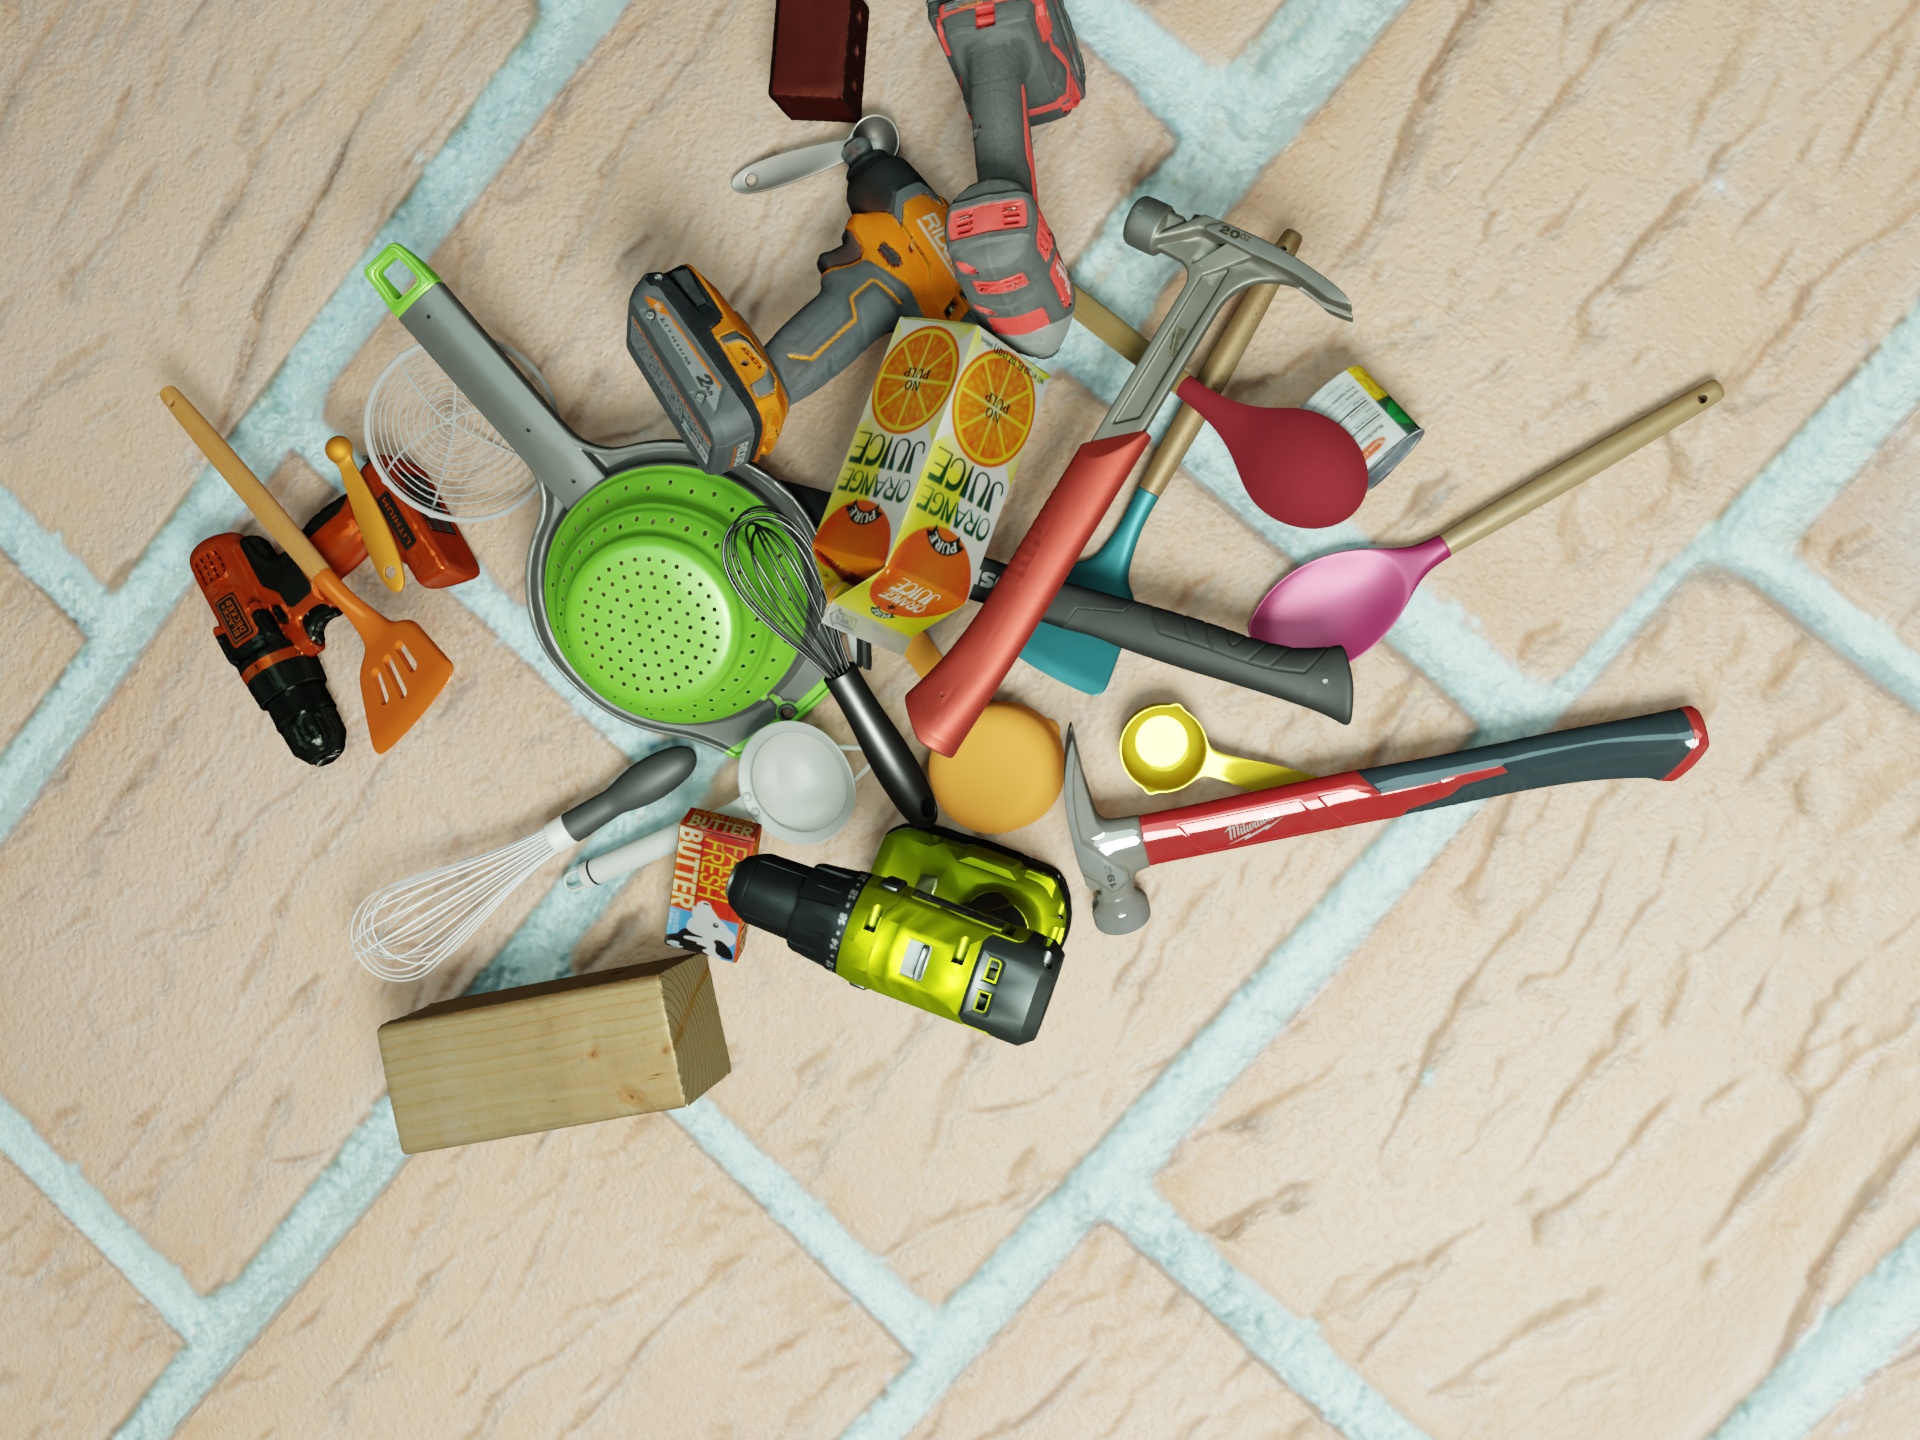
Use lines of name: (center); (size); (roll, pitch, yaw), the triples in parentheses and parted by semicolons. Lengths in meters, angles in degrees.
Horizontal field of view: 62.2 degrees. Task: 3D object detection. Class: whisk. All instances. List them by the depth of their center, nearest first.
whisk: (-0.076, -0.027, 0.989); (0.055, 0.055, 0.238); (-26, 111, 10)
whisk: (-0.304, 0.095, 1.107); (0.284, 0.070, 0.070); (-31, 86, 5)

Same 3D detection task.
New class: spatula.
spatula: (0.133, -0.169, 1.015); (0.082, 0.044, 0.317); (31, 99, 14)
spatula: (-0.451, -0.116, 1.076); (0.081, 0.041, 0.323); (-46, 78, 11)

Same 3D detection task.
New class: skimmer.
skimmer: (-0.211, -0.165, 1.059); (0.363, 0.090, 0.127); (15, 103, 9)

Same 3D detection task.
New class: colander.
colander: (-0.241, -0.133, 1.006); (0.204, 0.094, 0.397); (-37, 103, 14)

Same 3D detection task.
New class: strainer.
strainer: (-0.166, 0.065, 1.085); (0.258, 0.050, 0.087); (-23, 96, 16)

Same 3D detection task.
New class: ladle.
ladle: (0.122, -0.226, 0.997); (0.316, 0.031, 0.069); (43, 117, 20)

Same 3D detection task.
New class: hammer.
hammer: (0.082, -0.132, 0.959); (0.149, 0.036, 0.359); (32, 94, 18)
hammer: (0.258, 0.032, 0.986); (0.386, 0.038, 0.143); (-12, 113, 8)
hammer: (0.083, -0.061, 0.993); (0.335, 0.035, 0.146); (19, 91, 14)

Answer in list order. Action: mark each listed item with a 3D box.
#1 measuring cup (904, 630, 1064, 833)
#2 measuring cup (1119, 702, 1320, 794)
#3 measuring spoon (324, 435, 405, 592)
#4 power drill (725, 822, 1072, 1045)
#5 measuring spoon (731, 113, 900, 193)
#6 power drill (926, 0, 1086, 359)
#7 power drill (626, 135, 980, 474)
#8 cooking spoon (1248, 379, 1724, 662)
measuring cup: (-0.002, -0.003, 1.043); (0.095, 0.052, 0.173); (-36, 87, 10)
measuring cup: (0.178, 0.030, 1.030); (0.156, 0.029, 0.062); (16, 100, -2)
measuring spoon: (-0.404, -0.140, 1.078); (0.021, 0.011, 0.117); (-25, 87, 12)
power drill: (-0.025, 0.117, 0.962); (0.190, 0.228, 0.080); (19, 95, 10)
measuring spoon: (-0.097, -0.377, 1.073); (0.124, 0.018, 0.034); (-10, 97, 18)
power drill: (0.033, -0.333, 0.969); (0.078, 0.143, 0.220); (-6, 71, 16)
power drill: (-0.095, -0.270, 1.008); (0.226, 0.084, 0.164); (-30, 85, -18)
cooking spoon: (0.327, -0.123, 0.996); (0.319, 0.017, 0.069); (-30, 87, 11)
